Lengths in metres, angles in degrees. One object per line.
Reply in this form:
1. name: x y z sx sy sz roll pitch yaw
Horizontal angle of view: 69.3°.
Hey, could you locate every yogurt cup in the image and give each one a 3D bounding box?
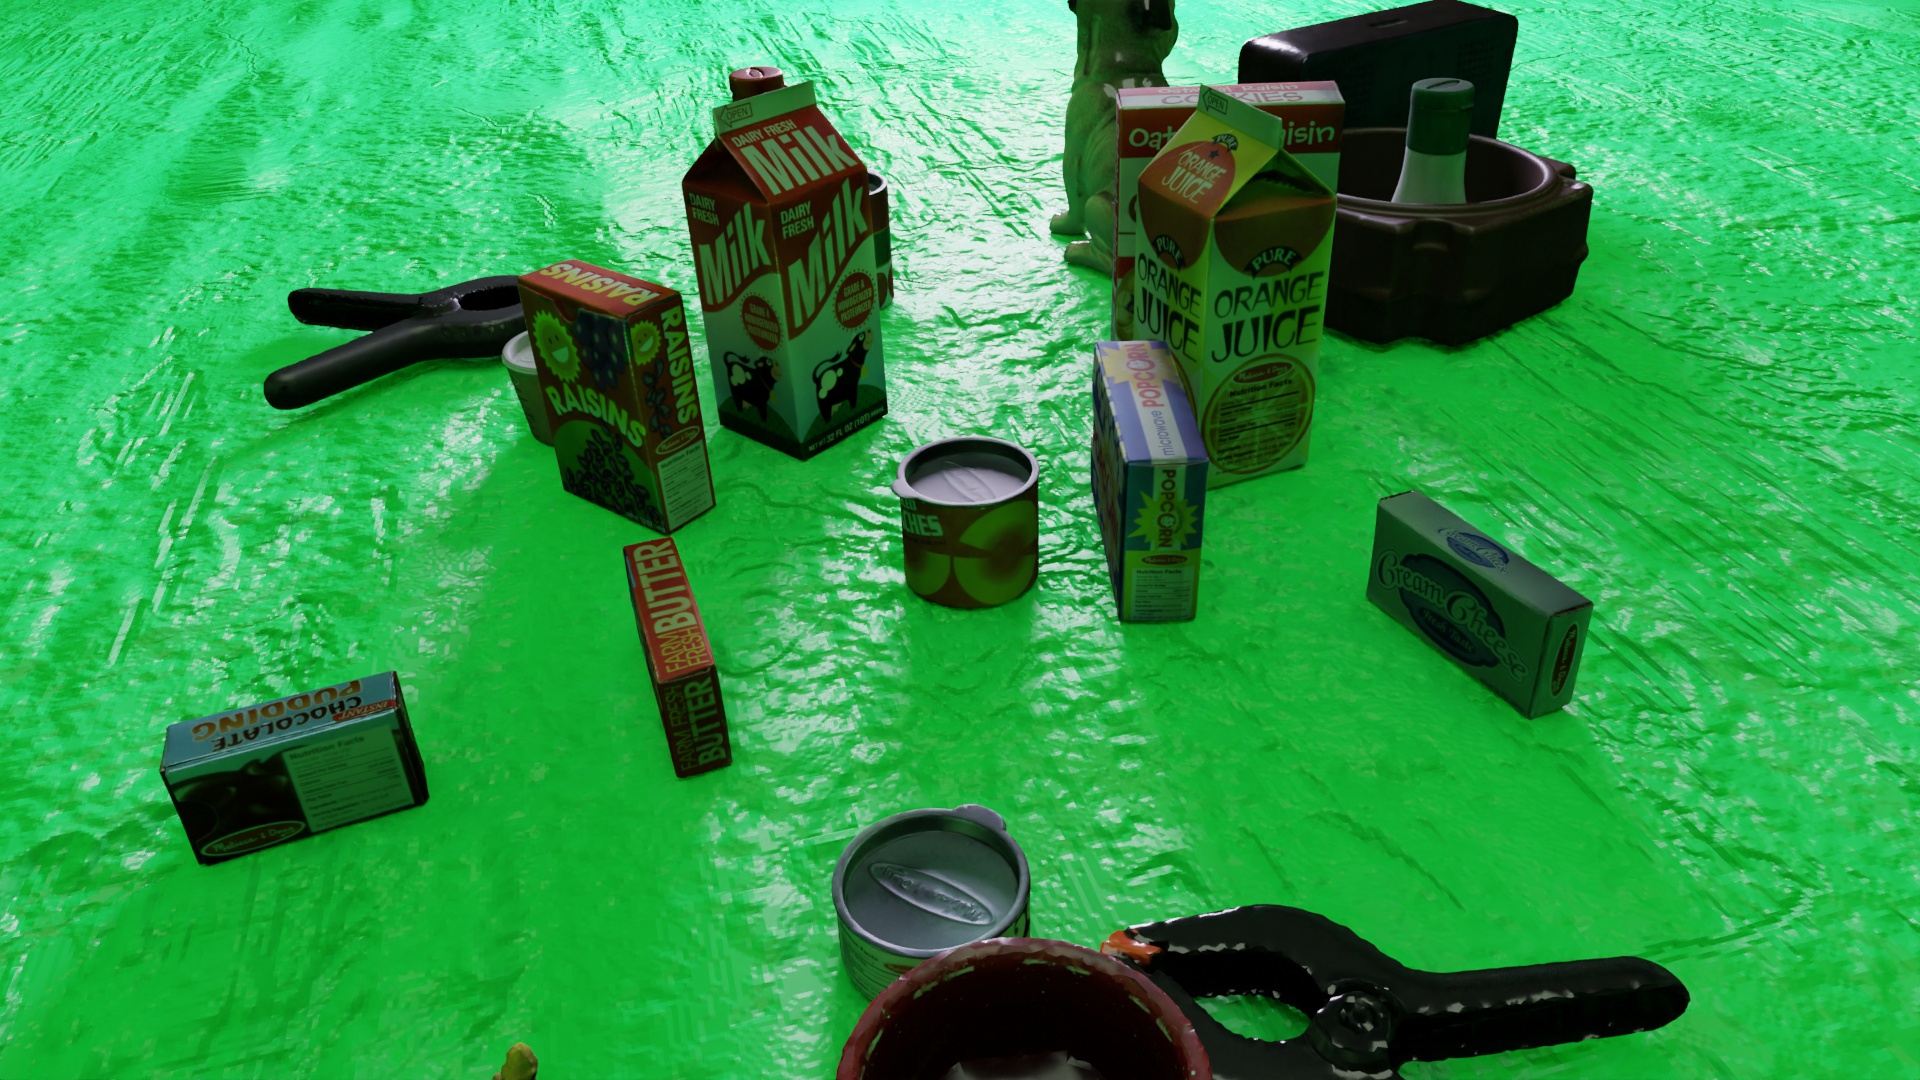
1. yogurt cup: -0.225 -0.090 0.803 0.072 0.053 0.073 -2 32 1

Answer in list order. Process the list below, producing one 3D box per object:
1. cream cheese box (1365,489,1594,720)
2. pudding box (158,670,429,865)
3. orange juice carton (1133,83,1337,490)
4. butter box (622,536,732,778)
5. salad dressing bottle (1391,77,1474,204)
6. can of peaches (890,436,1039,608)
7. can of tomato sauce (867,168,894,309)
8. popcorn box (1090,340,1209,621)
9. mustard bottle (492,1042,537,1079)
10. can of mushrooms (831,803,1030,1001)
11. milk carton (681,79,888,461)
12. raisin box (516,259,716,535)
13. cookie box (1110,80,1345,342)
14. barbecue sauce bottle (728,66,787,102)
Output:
1. cream cheese box: 0.217 0.025 0.592 0.024 0.053 0.104 -16 35 -20
2. pudding box: -0.253 0.086 0.532 0.084 0.049 0.030 -15 34 -18
3. orange juice carton: 0.137 -0.129 0.710 0.073 0.191 0.072 -14 34 -18
4. butter box: -0.119 0.047 0.581 0.024 0.052 0.104 -13 34 -15
5. salad dressing bottle: 0.293 -0.211 0.871 0.064 0.146 0.044 -22 37 -27
6. can of peaches: 0.002 -0.008 0.655 0.071 0.057 0.071 -2 32 1
7. can of tomato sauce: -0.079 -0.202 0.943 0.071 0.082 0.071 -2 32 1
8. popcorn box: 0.087 -0.031 0.660 0.038 0.084 0.127 -3 32 0
9. mustard bottle: -0.083 0.164 0.295 0.065 0.159 0.049 -3 32 0
10. can of mushrooms: -0.008 0.124 0.470 0.071 0.033 0.071 -2 32 1
11. milk carton: -0.096 -0.149 0.760 0.073 0.189 0.073 23 40 35
12. raisin box: -0.175 -0.074 0.709 0.086 0.122 0.040 22 40 33
13. cookie box: 0.151 -0.177 0.808 0.123 0.166 0.040 -1 32 2
14. barbecue sauce bottle: -0.132 -0.247 0.956 0.044 0.147 0.065 -10 33 -12
